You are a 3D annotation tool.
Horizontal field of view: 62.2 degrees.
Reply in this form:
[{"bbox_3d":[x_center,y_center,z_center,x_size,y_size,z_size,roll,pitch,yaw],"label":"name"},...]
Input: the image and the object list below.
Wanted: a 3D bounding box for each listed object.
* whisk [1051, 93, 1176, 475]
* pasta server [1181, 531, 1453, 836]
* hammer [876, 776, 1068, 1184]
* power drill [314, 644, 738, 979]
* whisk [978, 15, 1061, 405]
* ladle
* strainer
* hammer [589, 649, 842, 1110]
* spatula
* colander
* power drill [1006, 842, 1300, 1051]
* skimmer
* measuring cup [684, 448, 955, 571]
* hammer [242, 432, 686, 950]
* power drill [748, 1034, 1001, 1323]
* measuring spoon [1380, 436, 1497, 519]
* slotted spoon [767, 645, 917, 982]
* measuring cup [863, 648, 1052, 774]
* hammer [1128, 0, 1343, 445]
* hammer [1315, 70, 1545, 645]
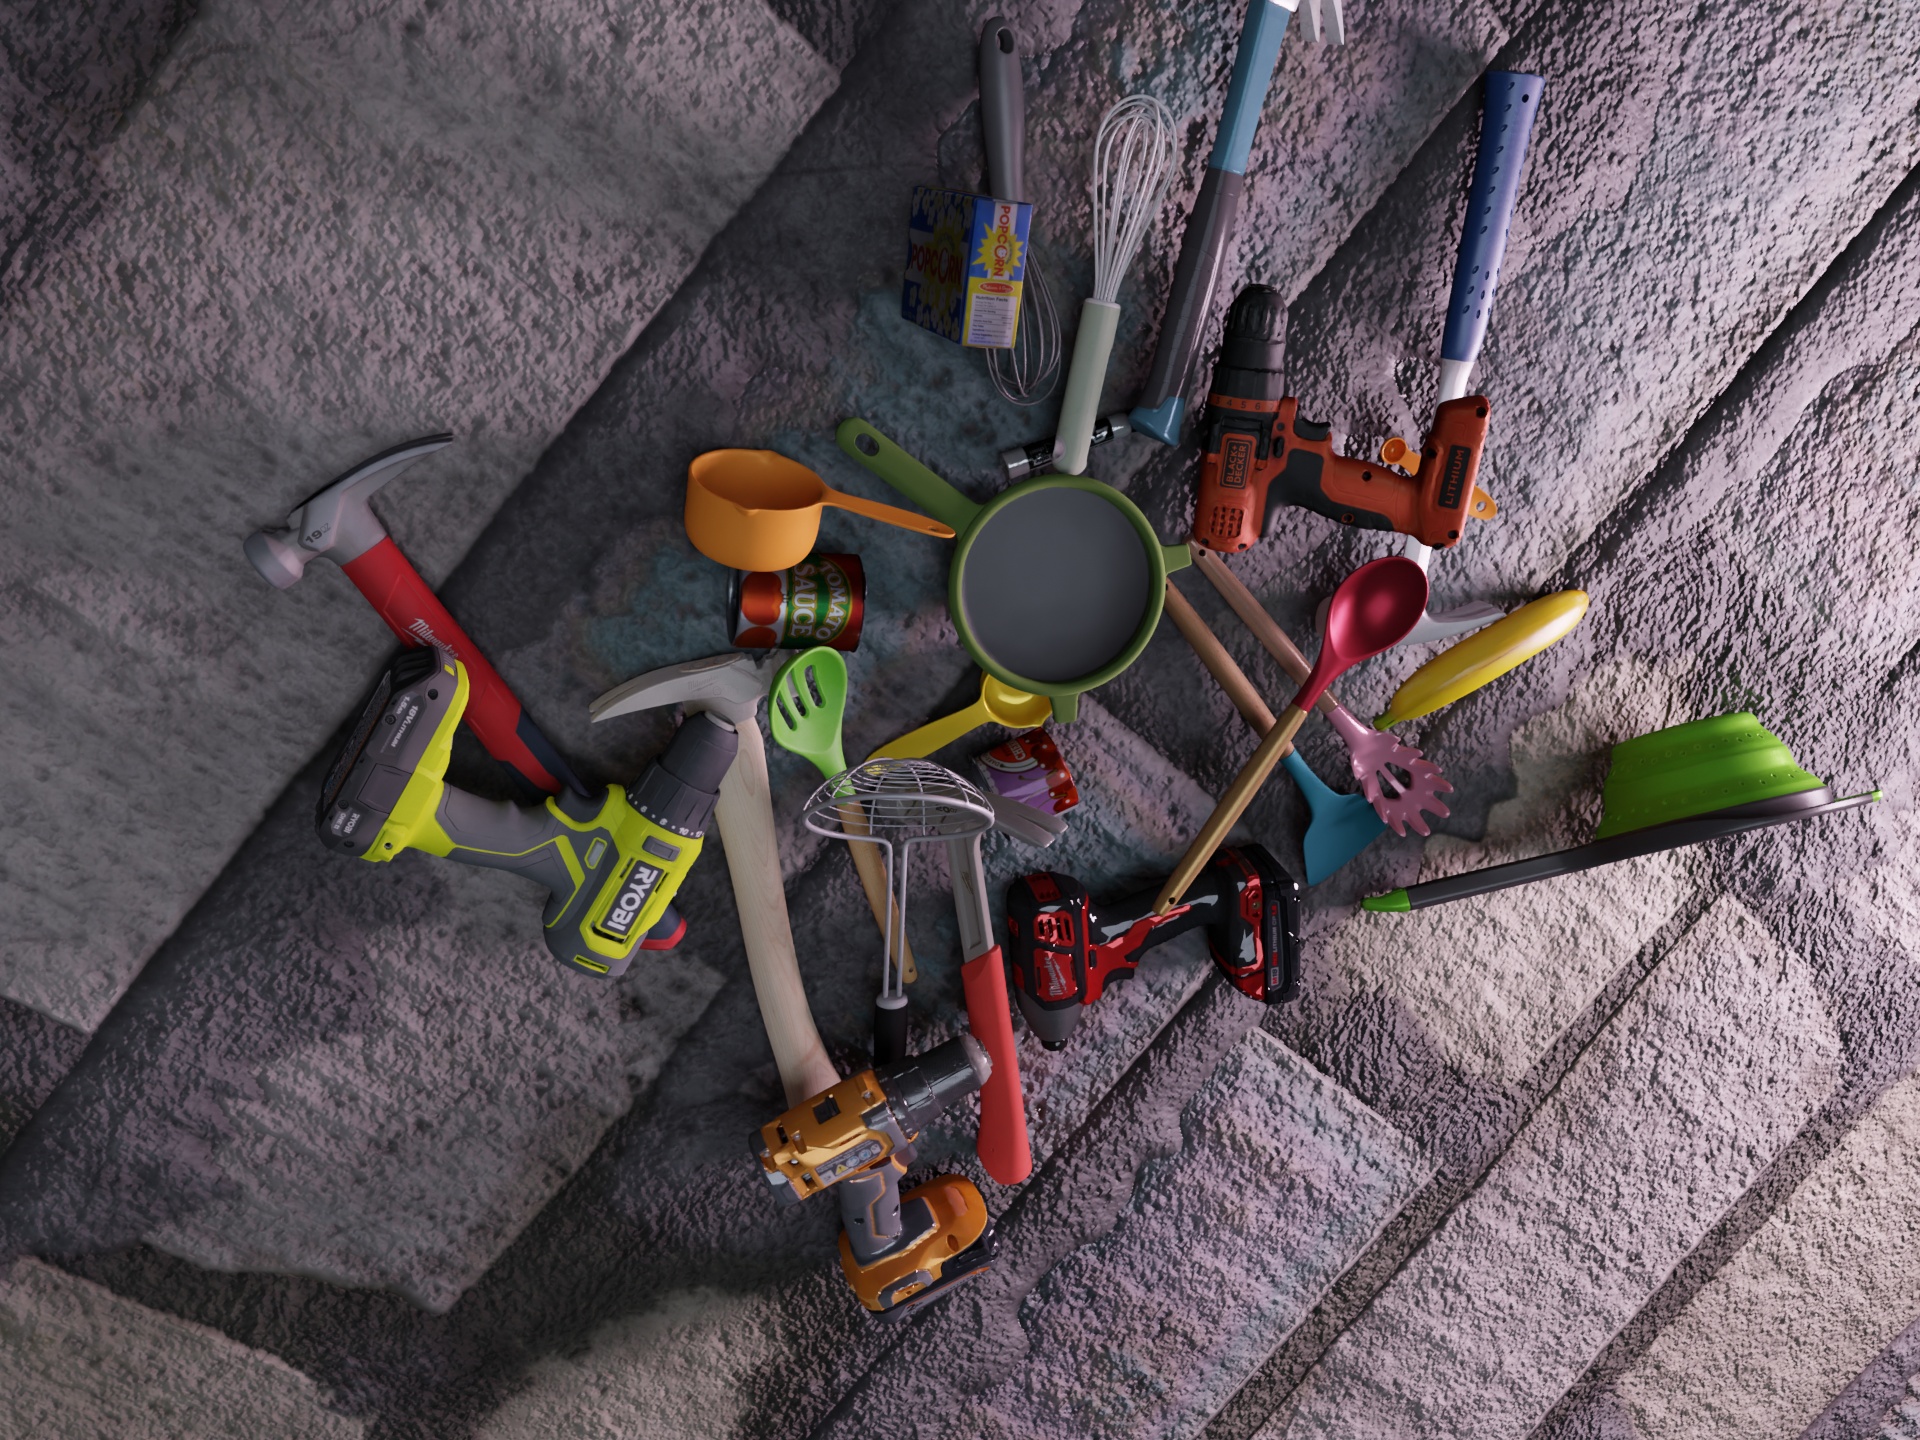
[{"bbox_3d":[0.096,-0.282,1.045,0.059,0.058,0.246,3,108,-26],"label":"whisk"},{"bbox_3d":[0.268,-0.027,1.203,0.060,0.040,0.316,-43,113,3],"label":"pasta server"},{"bbox_3d":[0.027,0.209,1.190,0.037,0.149,0.358,-38,130,-42],"label":"hammer"},{"bbox_3d":[-0.269,0.046,1.016,0.228,0.080,0.190,27,99,-27],"label":"power drill"},{"bbox_3d":[0.034,-0.323,1.021,0.055,0.055,0.239,-9,108,-13],"label":"whisk"},{"bbox_3d":[0.234,0.013,1.162,0.069,0.031,0.315,34,93,-19],"label":"ladle"},{"bbox_3d":[0.019,-0.125,1.086,0.256,0.069,0.151,35,93,-14],"label":"strainer"},{"bbox_3d":[-0.150,0.149,1.153,0.146,0.038,0.410,-14,114,-9],"label":"hammer"},{"bbox_3d":[0.229,0.004,1.216,0.082,0.044,0.317,-39,111,1],"label":"spatula"},{"bbox_3d":[0.511,0.070,1.281,0.397,0.204,0.094,-14,80,6],"label":"colander"},{"bbox_3d":[0.146,0.177,1.229,0.219,0.079,0.143,-8,111,-9],"label":"power drill"},{"bbox_3d":[-0.048,0.172,1.124,0.127,0.090,0.363,1,123,-4],"label":"skimmer"},{"bbox_3d":[-0.093,-0.123,1.024,0.173,0.095,0.052,14,121,-5],"label":"measuring cup"},{"bbox_3d":[-0.287,-0.001,1.056,0.143,0.038,0.386,-34,116,-3],"label":"hammer"},{"bbox_3d":[-0.038,0.343,1.211,0.185,0.084,0.226,-28,129,-7],"label":"power drill"},{"bbox_3d":[0.345,-0.174,1.148,0.116,0.011,0.021,24,109,-26],"label":"measuring spoon"},{"bbox_3d":[-0.076,0.076,1.125,0.070,0.031,0.313,-40,132,-29],"label":"slotted spoon"},{"bbox_3d":[-0.002,-0.004,1.149,0.156,0.029,0.062,-27,115,8],"label":"measuring cup"},{"bbox_3d":[0.167,-0.342,1.030,0.128,0.033,0.331,-3,115,-43],"label":"hammer"},{"bbox_3d":[0.361,-0.249,1.148,0.144,0.035,0.405,1,110,-16],"label":"hammer"}]
